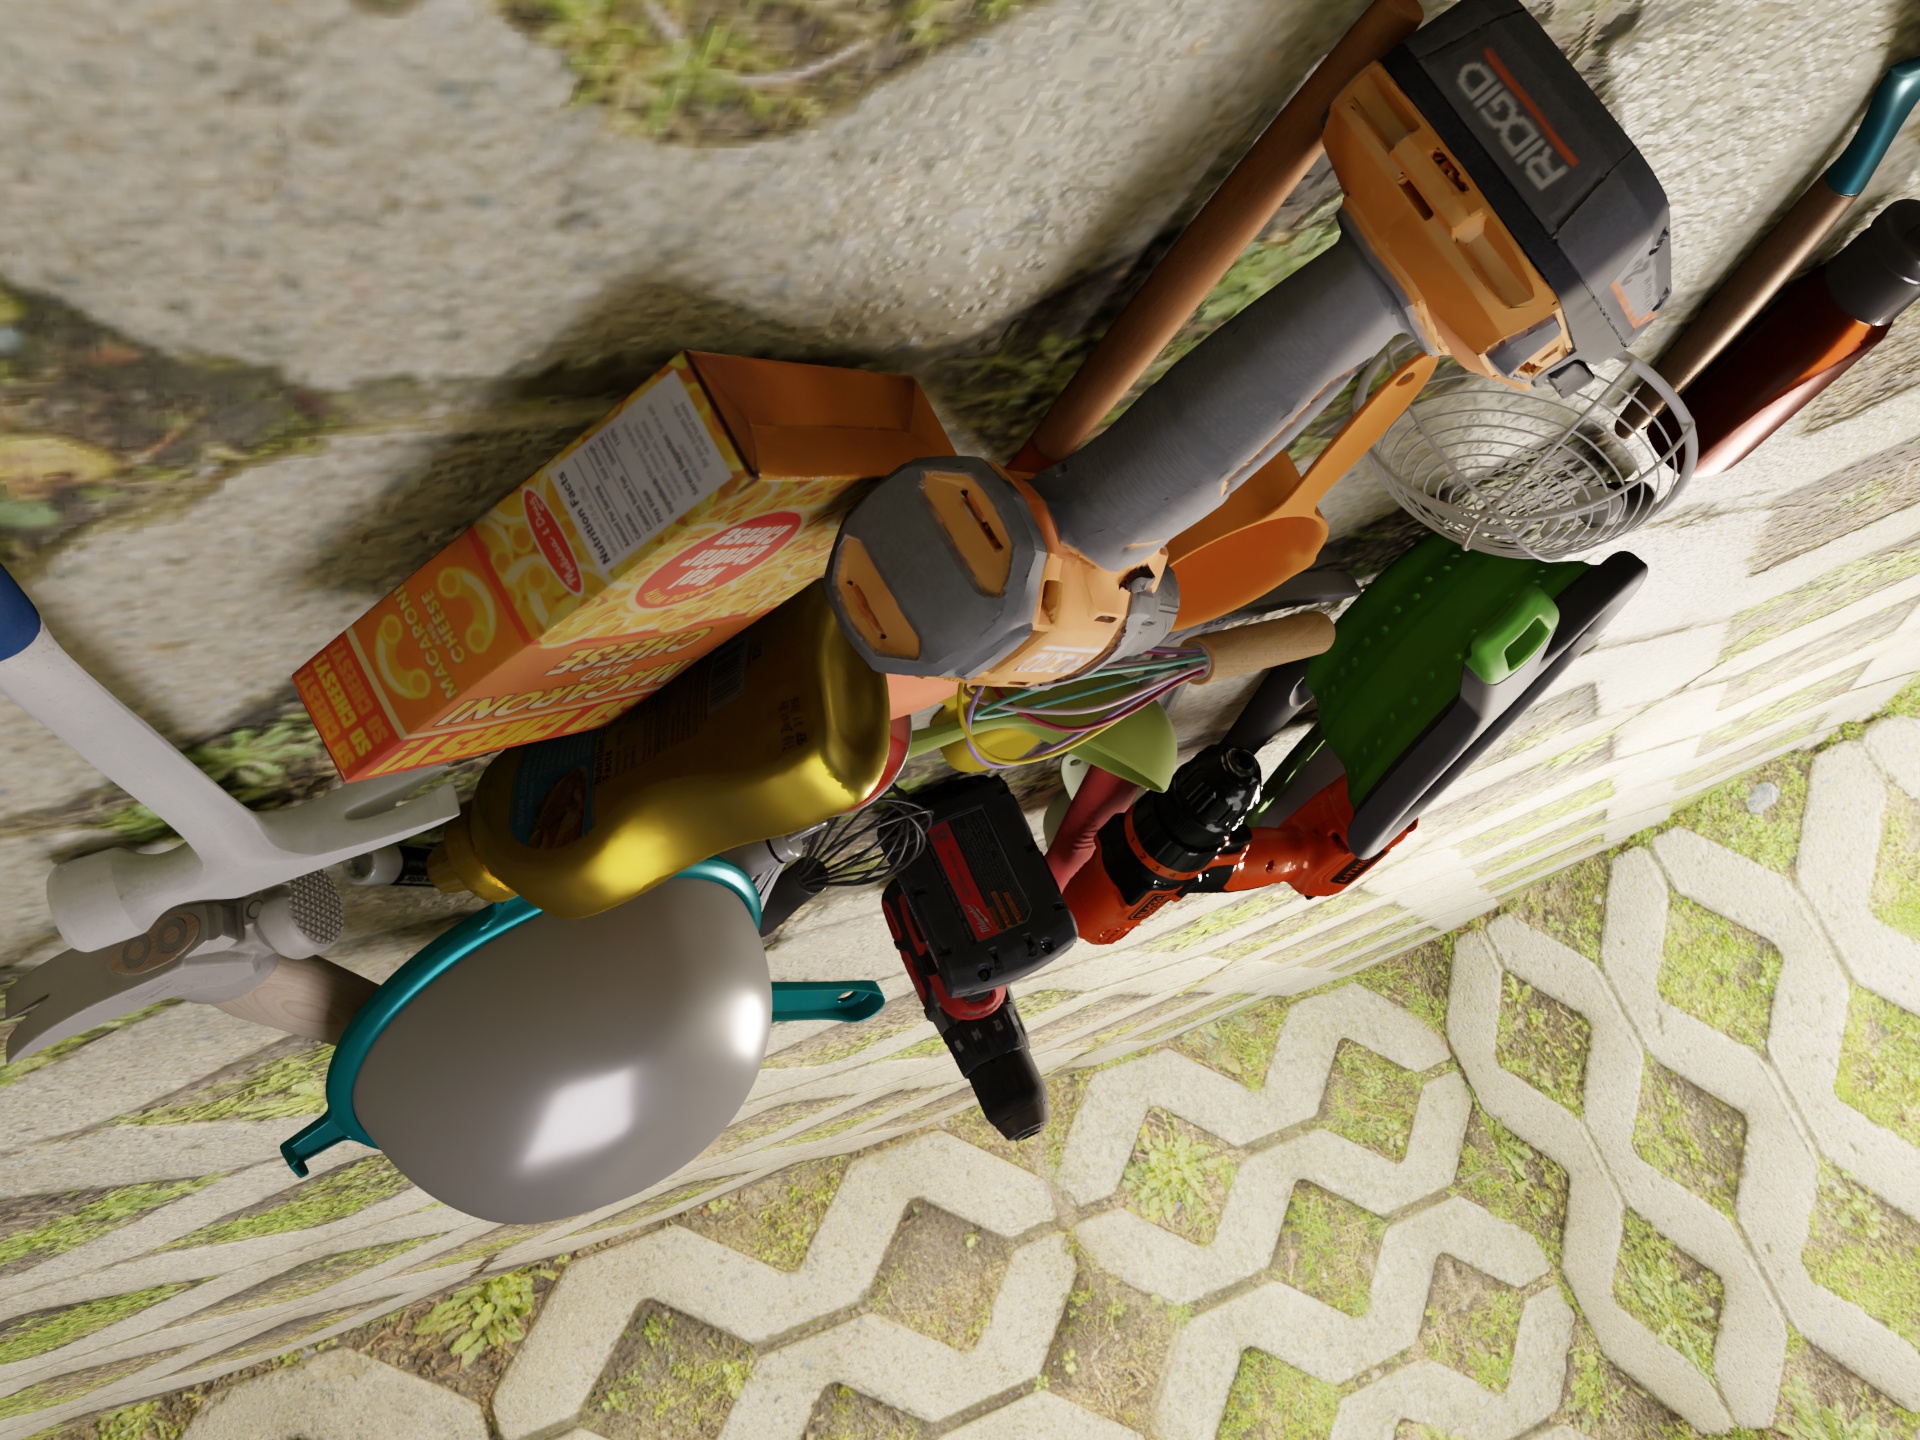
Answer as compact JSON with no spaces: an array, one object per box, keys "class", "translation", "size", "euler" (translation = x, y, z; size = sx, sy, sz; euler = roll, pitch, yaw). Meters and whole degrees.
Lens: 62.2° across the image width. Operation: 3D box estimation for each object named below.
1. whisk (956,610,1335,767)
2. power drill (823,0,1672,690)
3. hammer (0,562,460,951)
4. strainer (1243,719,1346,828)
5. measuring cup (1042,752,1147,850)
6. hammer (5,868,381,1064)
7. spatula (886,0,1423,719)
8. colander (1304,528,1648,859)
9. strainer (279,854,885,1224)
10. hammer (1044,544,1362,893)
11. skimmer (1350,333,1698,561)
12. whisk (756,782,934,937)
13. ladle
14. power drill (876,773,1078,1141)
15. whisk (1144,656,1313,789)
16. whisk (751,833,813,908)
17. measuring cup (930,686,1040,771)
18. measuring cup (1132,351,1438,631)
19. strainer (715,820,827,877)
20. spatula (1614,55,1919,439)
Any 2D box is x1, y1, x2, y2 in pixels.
[{"class":"whisk","translation":[0.087,-0.026,0.672],"size":[0.245,0.047,0.051],"euler":[-13,160,-44]},{"class":"power drill","translation":[0.087,-0.085,0.471],"size":[0.226,0.084,0.185],"euler":[-36,166,20]},{"class":"hammer","translation":[-0.241,-0.020,0.413],"size":[0.144,0.035,0.405],"euler":[-19,162,-11]},{"class":"strainer","translation":[0.252,0.029,1.016],"size":[0.151,0.069,0.256],"euler":[-42,163,-18]},{"class":"measuring cup","translation":[0.080,0.045,0.998],"size":[0.083,0.038,0.167],"euler":[-18,149,5]},{"class":"hammer","translation":[-0.258,0.168,0.788],"size":[0.146,0.038,0.410],"euler":[-22,152,9]},{"class":"spatula","translation":[0.047,-0.099,0.524],"size":[0.081,0.041,0.322],"euler":[-23,165,-38]},{"class":"colander","translation":[0.224,-0.039,0.748],"size":[0.204,0.094,0.397],"euler":[-47,164,7]},{"class":"strainer","translation":[-0.128,0.168,0.767],"size":[0.211,0.095,0.340],"euler":[-48,150,20]},{"class":"hammer","translation":[0.094,0.030,0.893],"size":[0.149,0.037,0.358],"euler":[-16,153,-19]},{"class":"skimmer","translation":[0.281,-0.125,0.718],"size":[0.127,0.090,0.363],"euler":[11,-166,30]},{"class":"whisk","translation":[-0.087,0.090,0.898],"size":[0.055,0.055,0.239],"euler":[-9,162,-37]},{"class":"ladle","translation":[-0.062,0.033,0.700],"size":[0.320,0.062,0.078],"euler":[-12,178,-5]},{"class":"power drill","translation":[0.011,0.150,0.967],"size":[0.080,0.188,0.226],"euler":[-21,158,-13]},{"class":"whisk","translation":[0.165,0.035,1.032],"size":[0.073,0.073,0.295],"euler":[-13,153,-27]},{"class":"whisk","translation":[-0.108,0.076,0.825],"size":[0.070,0.070,0.284],"euler":[-7,151,-40]},{"class":"measuring cup","translation":[-0.001,-0.002,0.757],"size":[0.062,0.029,0.156],"euler":[-27,163,14]},{"class":"measuring cup","translation":[0.110,-0.097,0.590],"size":[0.095,0.052,0.173],"euler":[-11,157,-32]},{"class":"strainer","translation":[-0.176,0.098,0.792],"size":[0.258,0.050,0.086],"euler":[-25,166,17]},{"class":"spatula","translation":[0.333,-0.184,0.617],"size":[0.082,0.044,0.317],"euler":[-23,164,-11]}]
